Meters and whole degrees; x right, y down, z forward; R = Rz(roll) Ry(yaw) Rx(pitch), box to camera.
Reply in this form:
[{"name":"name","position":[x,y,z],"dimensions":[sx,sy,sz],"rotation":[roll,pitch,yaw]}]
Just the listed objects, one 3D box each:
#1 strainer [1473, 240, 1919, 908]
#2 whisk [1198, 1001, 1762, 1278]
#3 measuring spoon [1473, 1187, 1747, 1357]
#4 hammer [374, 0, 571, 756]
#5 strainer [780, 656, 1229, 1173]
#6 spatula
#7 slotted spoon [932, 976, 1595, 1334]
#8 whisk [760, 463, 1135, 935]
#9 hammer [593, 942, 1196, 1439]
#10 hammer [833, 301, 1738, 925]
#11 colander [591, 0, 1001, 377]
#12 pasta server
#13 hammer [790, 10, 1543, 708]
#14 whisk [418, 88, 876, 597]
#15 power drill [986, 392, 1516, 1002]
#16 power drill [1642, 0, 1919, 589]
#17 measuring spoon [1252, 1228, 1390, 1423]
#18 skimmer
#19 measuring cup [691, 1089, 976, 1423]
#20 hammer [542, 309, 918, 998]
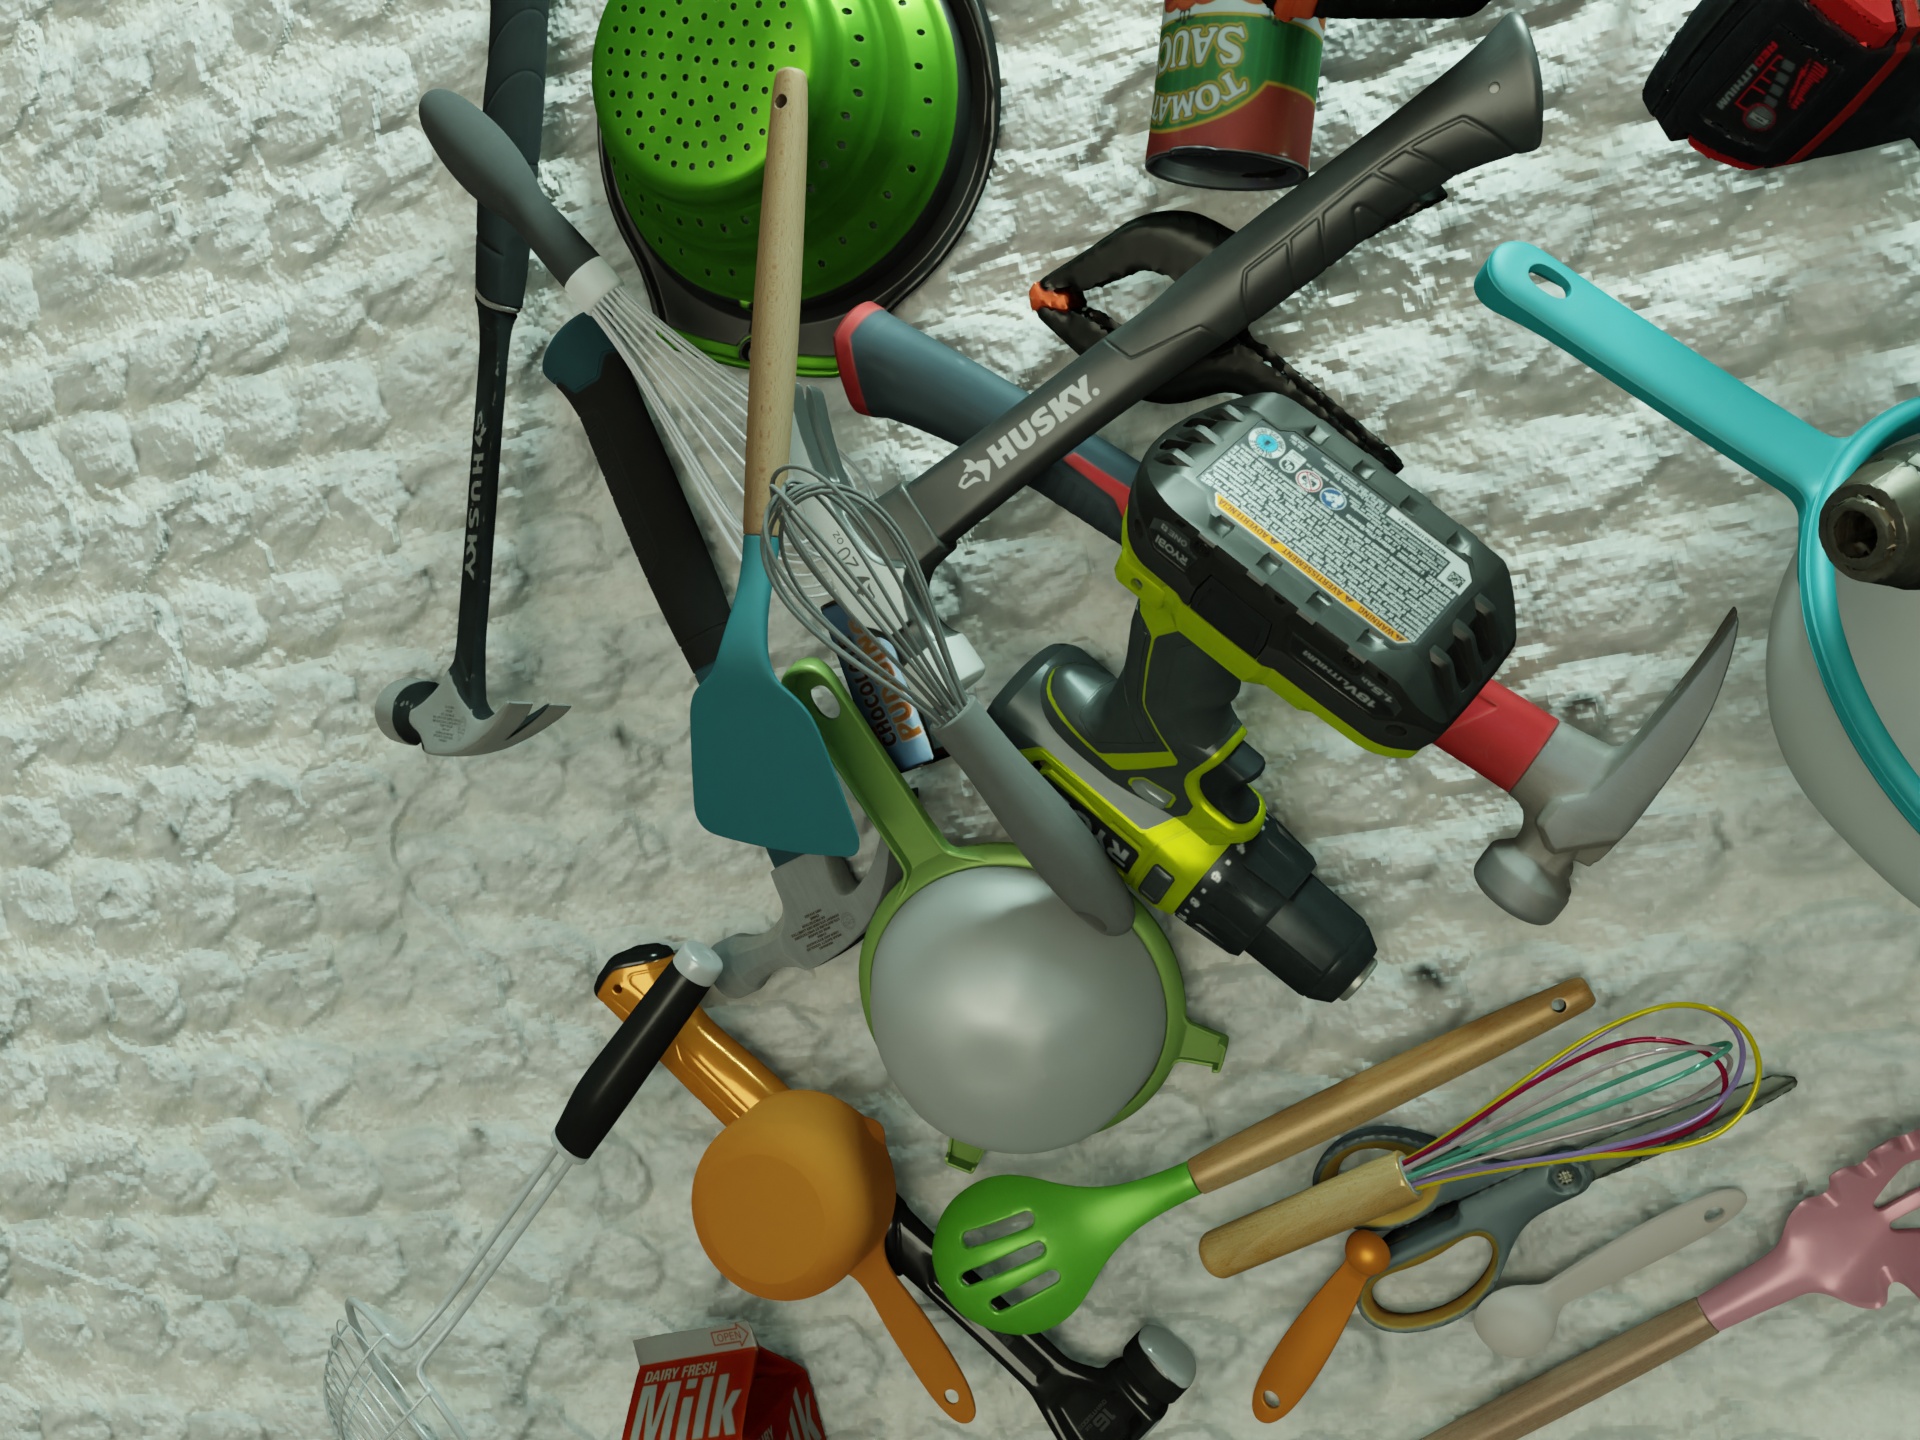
[{"name":"strainer","position":[0.308,-0.040,0.550],"dimensions":[0.340,0.095,0.211],"rotation":[37,64,9]},{"name":"whisk","position":[0.202,0.180,0.644],"dimensions":[0.245,0.051,0.047],"rotation":[-32,88,25]},{"name":"measuring spoon","position":[0.268,0.228,0.651],"dimensions":[0.124,0.018,0.034],"rotation":[-37,112,16]},{"name":"hammer","position":[-0.222,-0.184,0.763],"dimensions":[0.149,0.036,0.409],"rotation":[8,94,48]},{"name":"strainer","position":[-0.008,0.090,0.682],"dimensions":[0.151,0.069,0.256],"rotation":[-28,101,23]},{"name":"spatula","position":[-0.075,-0.101,0.653],"dimensions":[0.082,0.044,0.317],"rotation":[7,95,26]},{"name":"slotted spoon","position":[0.122,0.183,0.682],"dimensions":[0.314,0.031,0.070],"rotation":[-29,79,11]},{"name":"whisk","position":[0.000,-0.003,0.631],"dimensions":[0.055,0.055,0.238],"rotation":[-32,108,19]},{"name":"hammer","position":[-0.054,0.235,0.763],"dimensions":[0.337,0.034,0.127],"rotation":[41,106,12]},{"name":"hammer","position":[0.114,-0.081,0.657],"dimensions":[0.386,0.038,0.143],"rotation":[34,115,13]},{"name":"colander","position":[-0.077,-0.354,0.683],"dimensions":[0.204,0.094,0.397],"rotation":[14,100,18]},{"name":"pasta server","position":[0.279,0.256,0.645],"dimensions":[0.316,0.040,0.060],"rotation":[-39,73,20]},{"name":"hammer","position":[0.075,-0.153,0.622],"dimensions":[0.334,0.035,0.146],"rotation":[-35,85,21]},{"name":"whisk","position":[-0.143,-0.169,0.713],"dimensions":[0.070,0.070,0.284],"rotation":[-40,95,18]},{"name":"power drill","position":[0.111,0.006,0.609],"dimensions":[0.191,0.080,0.228],"rotation":[40,149,12]},{"name":"power drill","position":[0.314,-0.149,0.509],"dimensions":[0.188,0.080,0.227],"rotation":[-16,73,-18]},{"name":"measuring spoon","position":[0.154,0.267,0.693],"dimensions":[0.021,0.011,0.117],"rotation":[36,117,26]},{"name":"skimmer","position":[-0.211,0.252,0.802],"dimensions":[0.127,0.090,0.363],"rotation":[41,103,21]},{"name":"measuring cup","position":[-0.054,0.251,0.717],"dimensions":[0.095,0.052,0.174],"rotation":[-40,79,17]},{"name":"hammer","position":[-0.122,-0.040,0.762],"dimensions":[0.128,0.033,0.331],"rotation":[-25,86,21]}]
